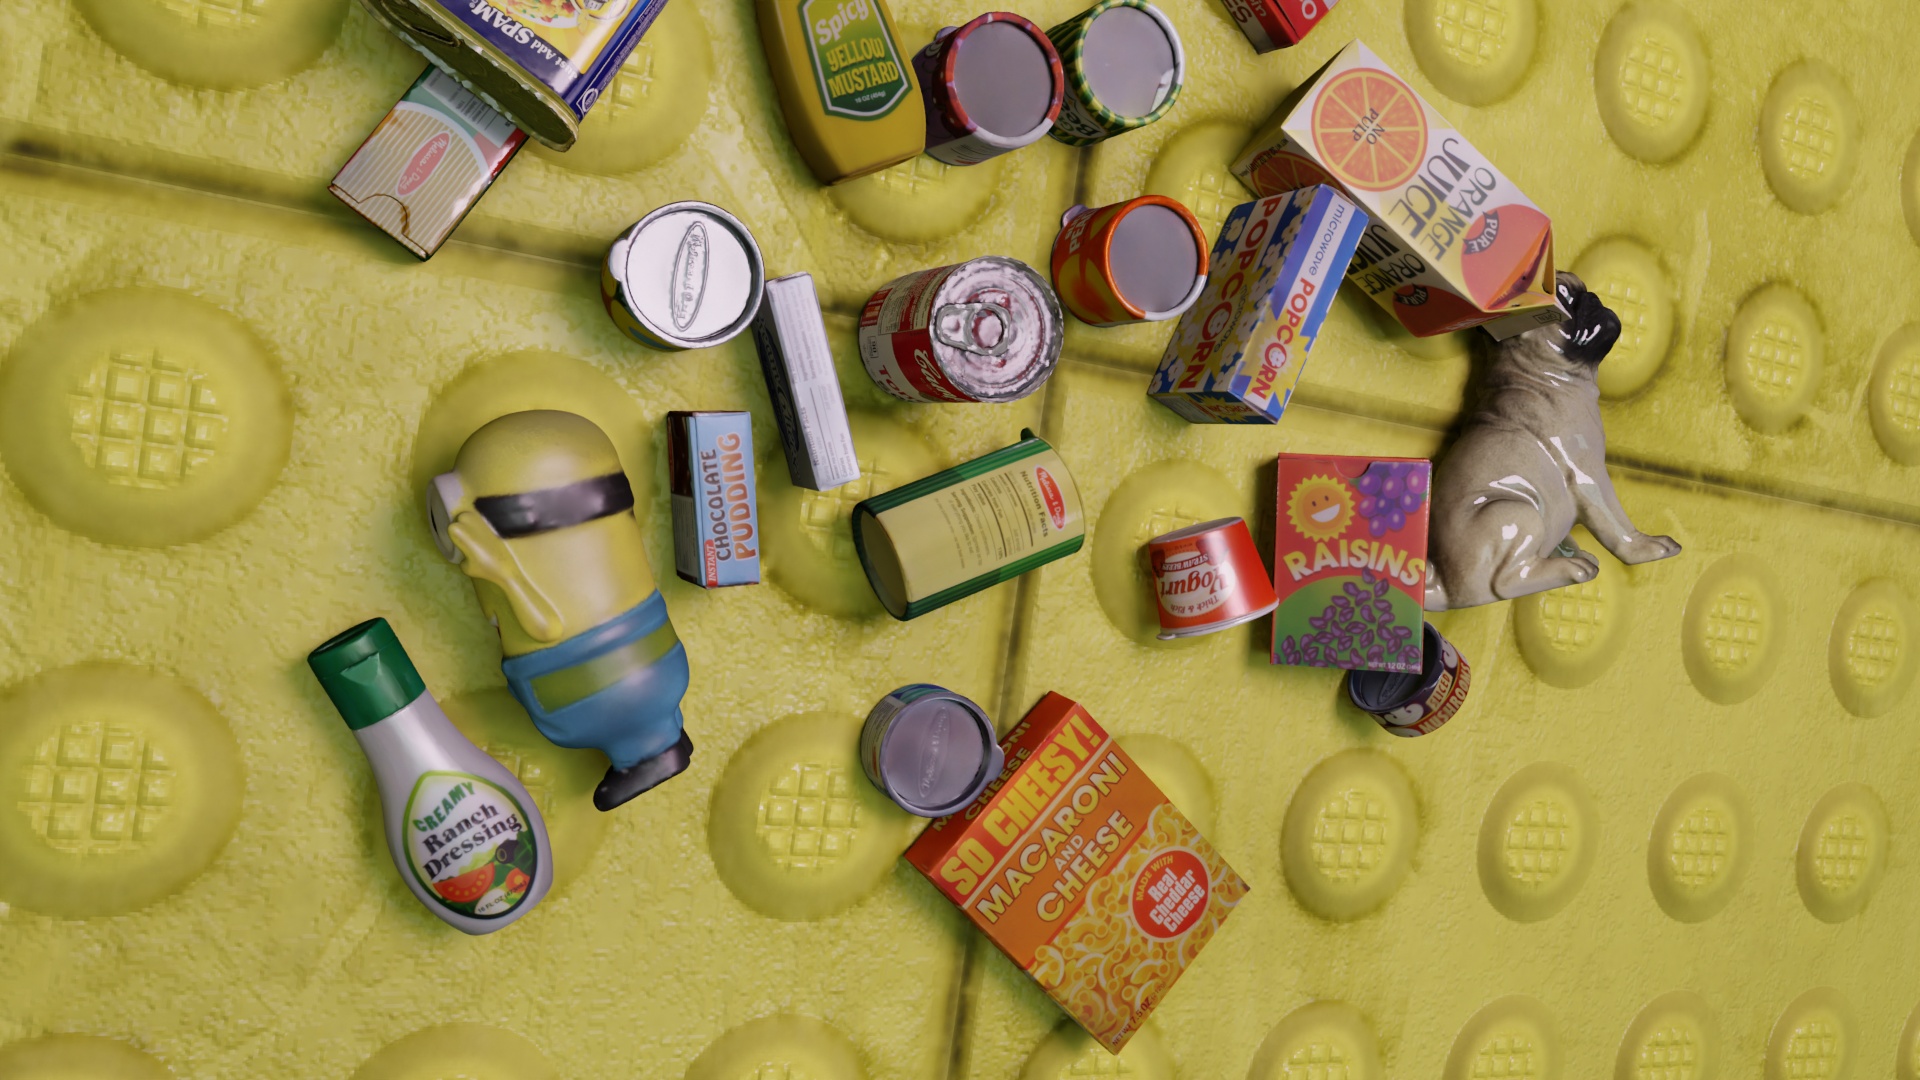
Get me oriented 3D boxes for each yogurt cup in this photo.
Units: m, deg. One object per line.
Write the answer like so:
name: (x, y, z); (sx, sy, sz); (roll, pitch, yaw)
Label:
yogurt cup: (0.138, 0.019, 0.777); (0.072, 0.072, 0.054); (-17, 94, -22)

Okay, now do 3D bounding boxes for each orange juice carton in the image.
orange juice carton: (0.255, -0.182, 0.784); (0.192, 0.071, 0.073); (40, 79, -6)

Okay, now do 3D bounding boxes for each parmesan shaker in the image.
parmesan shaker: (0.003, -0.009, 0.713); (0.103, 0.071, 0.071); (-21, 103, -20)

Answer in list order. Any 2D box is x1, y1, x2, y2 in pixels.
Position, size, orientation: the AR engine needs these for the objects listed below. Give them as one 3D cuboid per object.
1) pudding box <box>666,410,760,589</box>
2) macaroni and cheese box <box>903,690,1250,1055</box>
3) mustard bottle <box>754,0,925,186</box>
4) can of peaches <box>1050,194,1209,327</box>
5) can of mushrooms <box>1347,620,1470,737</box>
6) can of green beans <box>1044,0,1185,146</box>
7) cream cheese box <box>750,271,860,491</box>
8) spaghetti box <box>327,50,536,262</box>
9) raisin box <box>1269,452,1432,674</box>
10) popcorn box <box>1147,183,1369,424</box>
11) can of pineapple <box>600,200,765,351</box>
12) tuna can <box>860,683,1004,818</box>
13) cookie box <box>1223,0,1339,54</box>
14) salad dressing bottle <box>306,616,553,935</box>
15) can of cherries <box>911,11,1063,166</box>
pudding box: (-0.119, -0.021, 0.666); (0.030, 0.049, 0.083); (-6, 97, -25)
macaroni and cheese box: (0.067, 0.184, 0.771); (0.124, 0.040, 0.166); (-47, 111, -13)
mustard bottle: (-0.068, -0.256, 0.669); (0.065, 0.049, 0.160); (-26, 104, -22)
can of peaches: (0.089, -0.150, 0.744); (0.071, 0.058, 0.071); (-3, 96, -24)
can of mushrooms: (0.272, 0.084, 0.837); (0.033, 0.071, 0.071); (39, 79, -23)
can of green beans: (0.075, -0.245, 0.729); (0.071, 0.058, 0.071); (-2, 95, -24)
cream cheese box: (-0.078, -0.077, 0.677); (0.024, 0.053, 0.103); (-17, 101, -20)
spaghetti box: (-0.185, -0.237, 0.629); (0.050, 0.028, 0.250); (39, 79, -22)
raisin box: (0.225, 0.012, 0.805); (0.086, 0.040, 0.123); (3, 94, 17)
popcorn box: (0.162, -0.128, 0.763); (0.038, 0.085, 0.127); (28, 84, -23)
can of pineapple: (-0.132, -0.122, 0.647); (0.071, 0.058, 0.071); (-2, 95, -24)
tuna can: (-0.015, 0.110, 0.732); (0.071, 0.033, 0.071); (-2, 95, -24)
cookie box: (0.197, -0.378, 0.783); (0.168, 0.040, 0.122); (-47, 110, -14)
salad dressing bottle: (-0.239, 0.106, 0.625); (0.064, 0.044, 0.147); (-31, 106, -20)
can of cherries: (0.010, -0.229, 0.701); (0.071, 0.058, 0.071); (-2, 96, -24)
